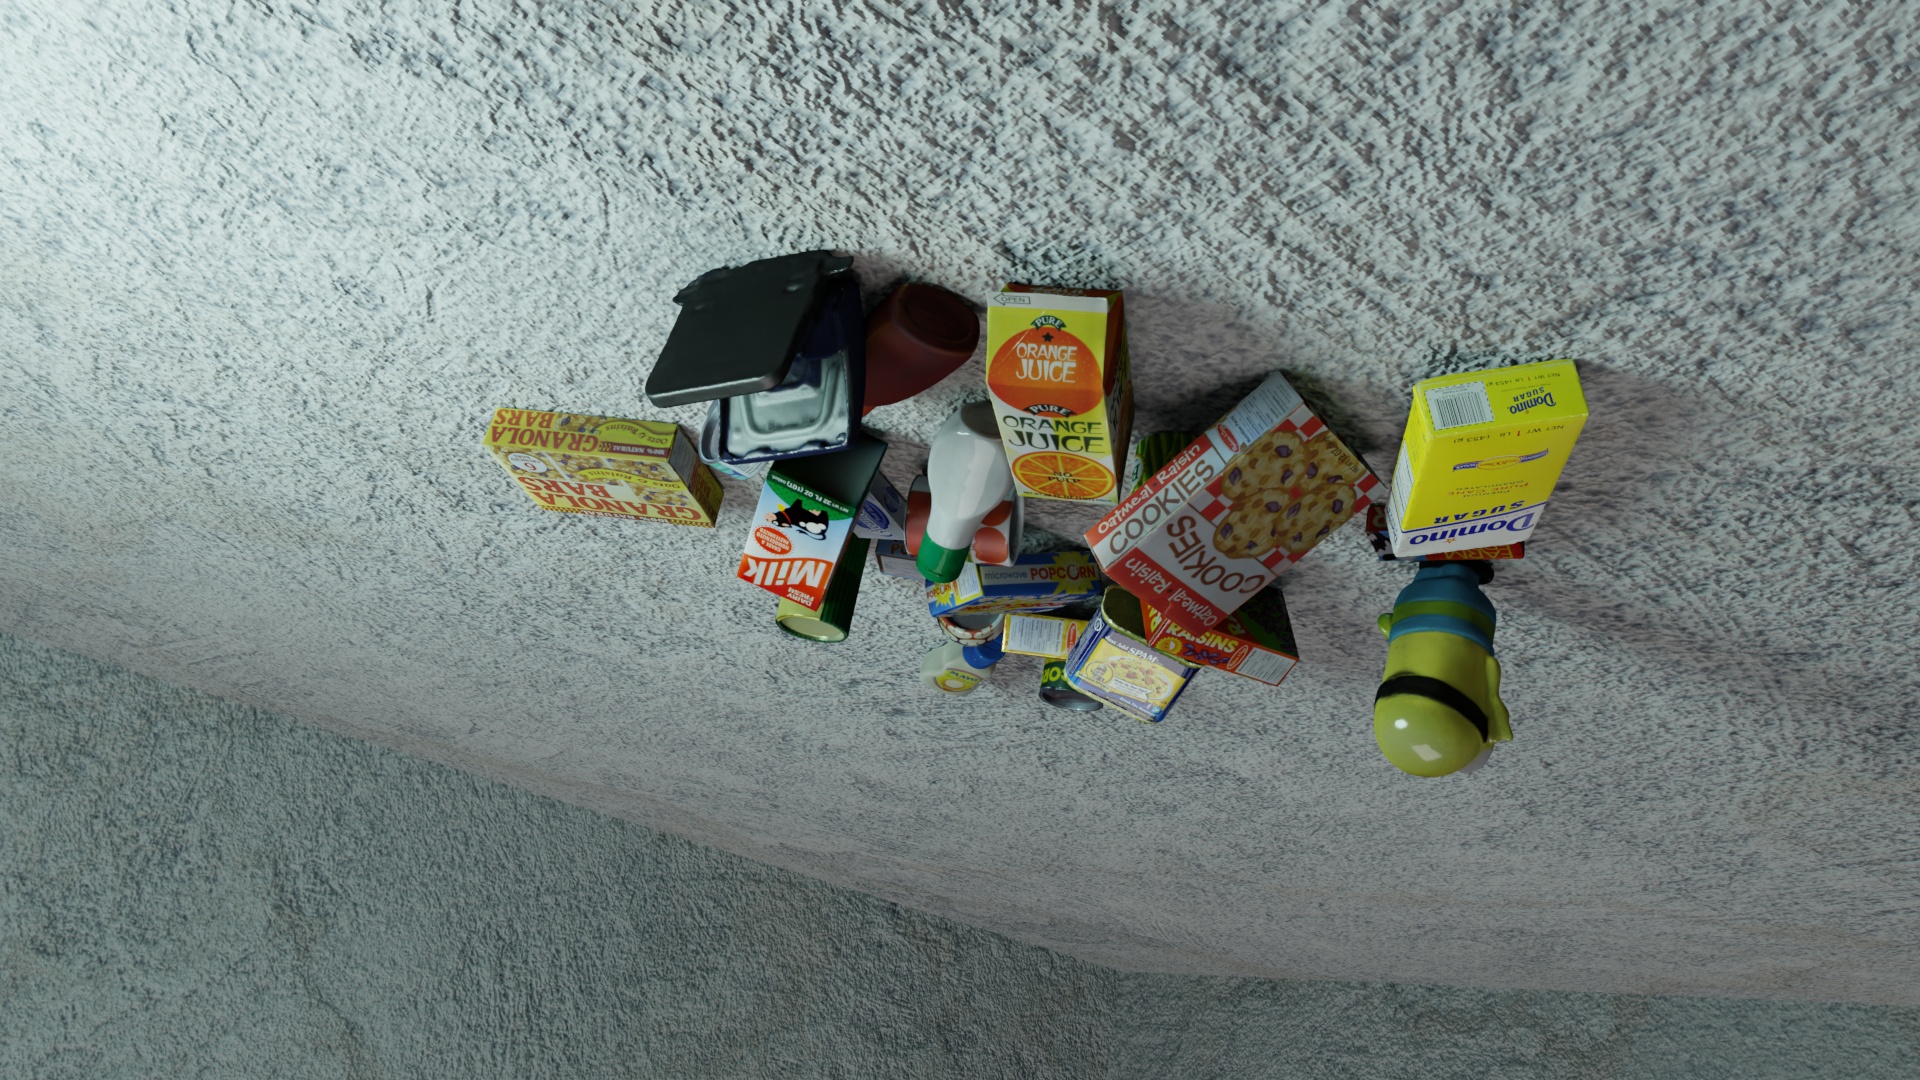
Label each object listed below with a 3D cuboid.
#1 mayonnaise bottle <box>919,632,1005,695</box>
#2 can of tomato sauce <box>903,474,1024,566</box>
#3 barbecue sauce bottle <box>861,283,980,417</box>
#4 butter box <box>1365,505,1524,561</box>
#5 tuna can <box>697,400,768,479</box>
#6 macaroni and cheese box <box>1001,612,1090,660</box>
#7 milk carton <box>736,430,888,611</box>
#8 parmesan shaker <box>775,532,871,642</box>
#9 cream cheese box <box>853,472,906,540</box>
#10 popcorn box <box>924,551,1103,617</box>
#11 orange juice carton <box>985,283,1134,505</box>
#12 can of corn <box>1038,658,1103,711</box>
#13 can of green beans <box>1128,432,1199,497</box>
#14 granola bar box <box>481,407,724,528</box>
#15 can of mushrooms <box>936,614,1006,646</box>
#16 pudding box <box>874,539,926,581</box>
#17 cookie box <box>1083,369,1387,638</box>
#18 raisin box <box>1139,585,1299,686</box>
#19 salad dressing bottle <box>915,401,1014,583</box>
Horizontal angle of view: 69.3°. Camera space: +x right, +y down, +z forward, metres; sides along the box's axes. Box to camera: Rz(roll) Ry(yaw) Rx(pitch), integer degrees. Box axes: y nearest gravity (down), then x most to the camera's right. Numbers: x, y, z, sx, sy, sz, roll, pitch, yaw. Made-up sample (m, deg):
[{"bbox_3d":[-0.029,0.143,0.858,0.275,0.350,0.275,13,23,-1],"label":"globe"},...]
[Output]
[{"bbox_3d":[0.006,0.126,1.458,0.065,0.041,0.147,19,157,-13],"label":"mayonnaise bottle"},{"bbox_3d":[0.004,-0.014,1.098,0.083,0.071,0.071,6,156,13],"label":"can of tomato sauce"},{"bbox_3d":[-0.048,-0.118,0.916,0.065,0.044,0.148,21,156,-22],"label":"barbecue sauce bottle"},{"bbox_3d":[0.352,-0.006,1.007,0.103,0.024,0.053,-2,154,30],"label":"butter box"},{"bbox_3d":[-0.163,-0.081,1.030,0.033,0.071,0.071,29,151,-36],"label":"tuna can"},{"bbox_3d":[0.130,0.095,1.283,0.166,0.040,0.123,6,176,10],"label":"macaroni and cheese box"},{"bbox_3d":[-0.122,-0.011,1.094,0.072,0.074,0.189,25,142,-3],"label":"milk carton"},{"bbox_3d":[-0.121,0.032,1.220,0.071,0.103,0.071,10,157,4],"label":"parmesan shaker"},{"bbox_3d":[-0.080,-0.033,1.152,0.053,0.024,0.103,2,155,25],"label":"cream cheese box"},{"bbox_3d":[0.045,0.037,1.182,0.127,0.038,0.085,-1,166,-33],"label":"popcorn box"},{"bbox_3d":[0.064,-0.098,0.868,0.072,0.073,0.192,6,156,13],"label":"orange juice carton"},{"bbox_3d":[0.114,0.134,1.402,0.071,0.058,0.071,10,157,4],"label":"can of corn"},{"bbox_3d":[0.153,-0.037,0.986,0.071,0.058,0.071,10,157,4],"label":"can of green beans"},{"bbox_3d":[-0.298,-0.061,1.173,0.165,0.039,0.123,6,156,12],"label":"granola bar box"},{"bbox_3d":[0.008,0.061,1.273,0.071,0.071,0.033,10,156,4],"label":"can of mushrooms"},{"bbox_3d":[-0.031,0.015,1.232,0.084,0.030,0.049,9,156,7],"label":"pudding box"},{"bbox_3d":[0.183,-0.018,0.924,0.167,0.040,0.123,-41,134,17],"label":"cookie box"},{"bbox_3d":[0.212,0.064,1.152,0.123,0.086,0.039,18,129,-15],"label":"raisin box"},{"bbox_3d":[0.001,-0.032,1.015,0.064,0.044,0.146,23,131,4],"label":"salad dressing bottle"}]
